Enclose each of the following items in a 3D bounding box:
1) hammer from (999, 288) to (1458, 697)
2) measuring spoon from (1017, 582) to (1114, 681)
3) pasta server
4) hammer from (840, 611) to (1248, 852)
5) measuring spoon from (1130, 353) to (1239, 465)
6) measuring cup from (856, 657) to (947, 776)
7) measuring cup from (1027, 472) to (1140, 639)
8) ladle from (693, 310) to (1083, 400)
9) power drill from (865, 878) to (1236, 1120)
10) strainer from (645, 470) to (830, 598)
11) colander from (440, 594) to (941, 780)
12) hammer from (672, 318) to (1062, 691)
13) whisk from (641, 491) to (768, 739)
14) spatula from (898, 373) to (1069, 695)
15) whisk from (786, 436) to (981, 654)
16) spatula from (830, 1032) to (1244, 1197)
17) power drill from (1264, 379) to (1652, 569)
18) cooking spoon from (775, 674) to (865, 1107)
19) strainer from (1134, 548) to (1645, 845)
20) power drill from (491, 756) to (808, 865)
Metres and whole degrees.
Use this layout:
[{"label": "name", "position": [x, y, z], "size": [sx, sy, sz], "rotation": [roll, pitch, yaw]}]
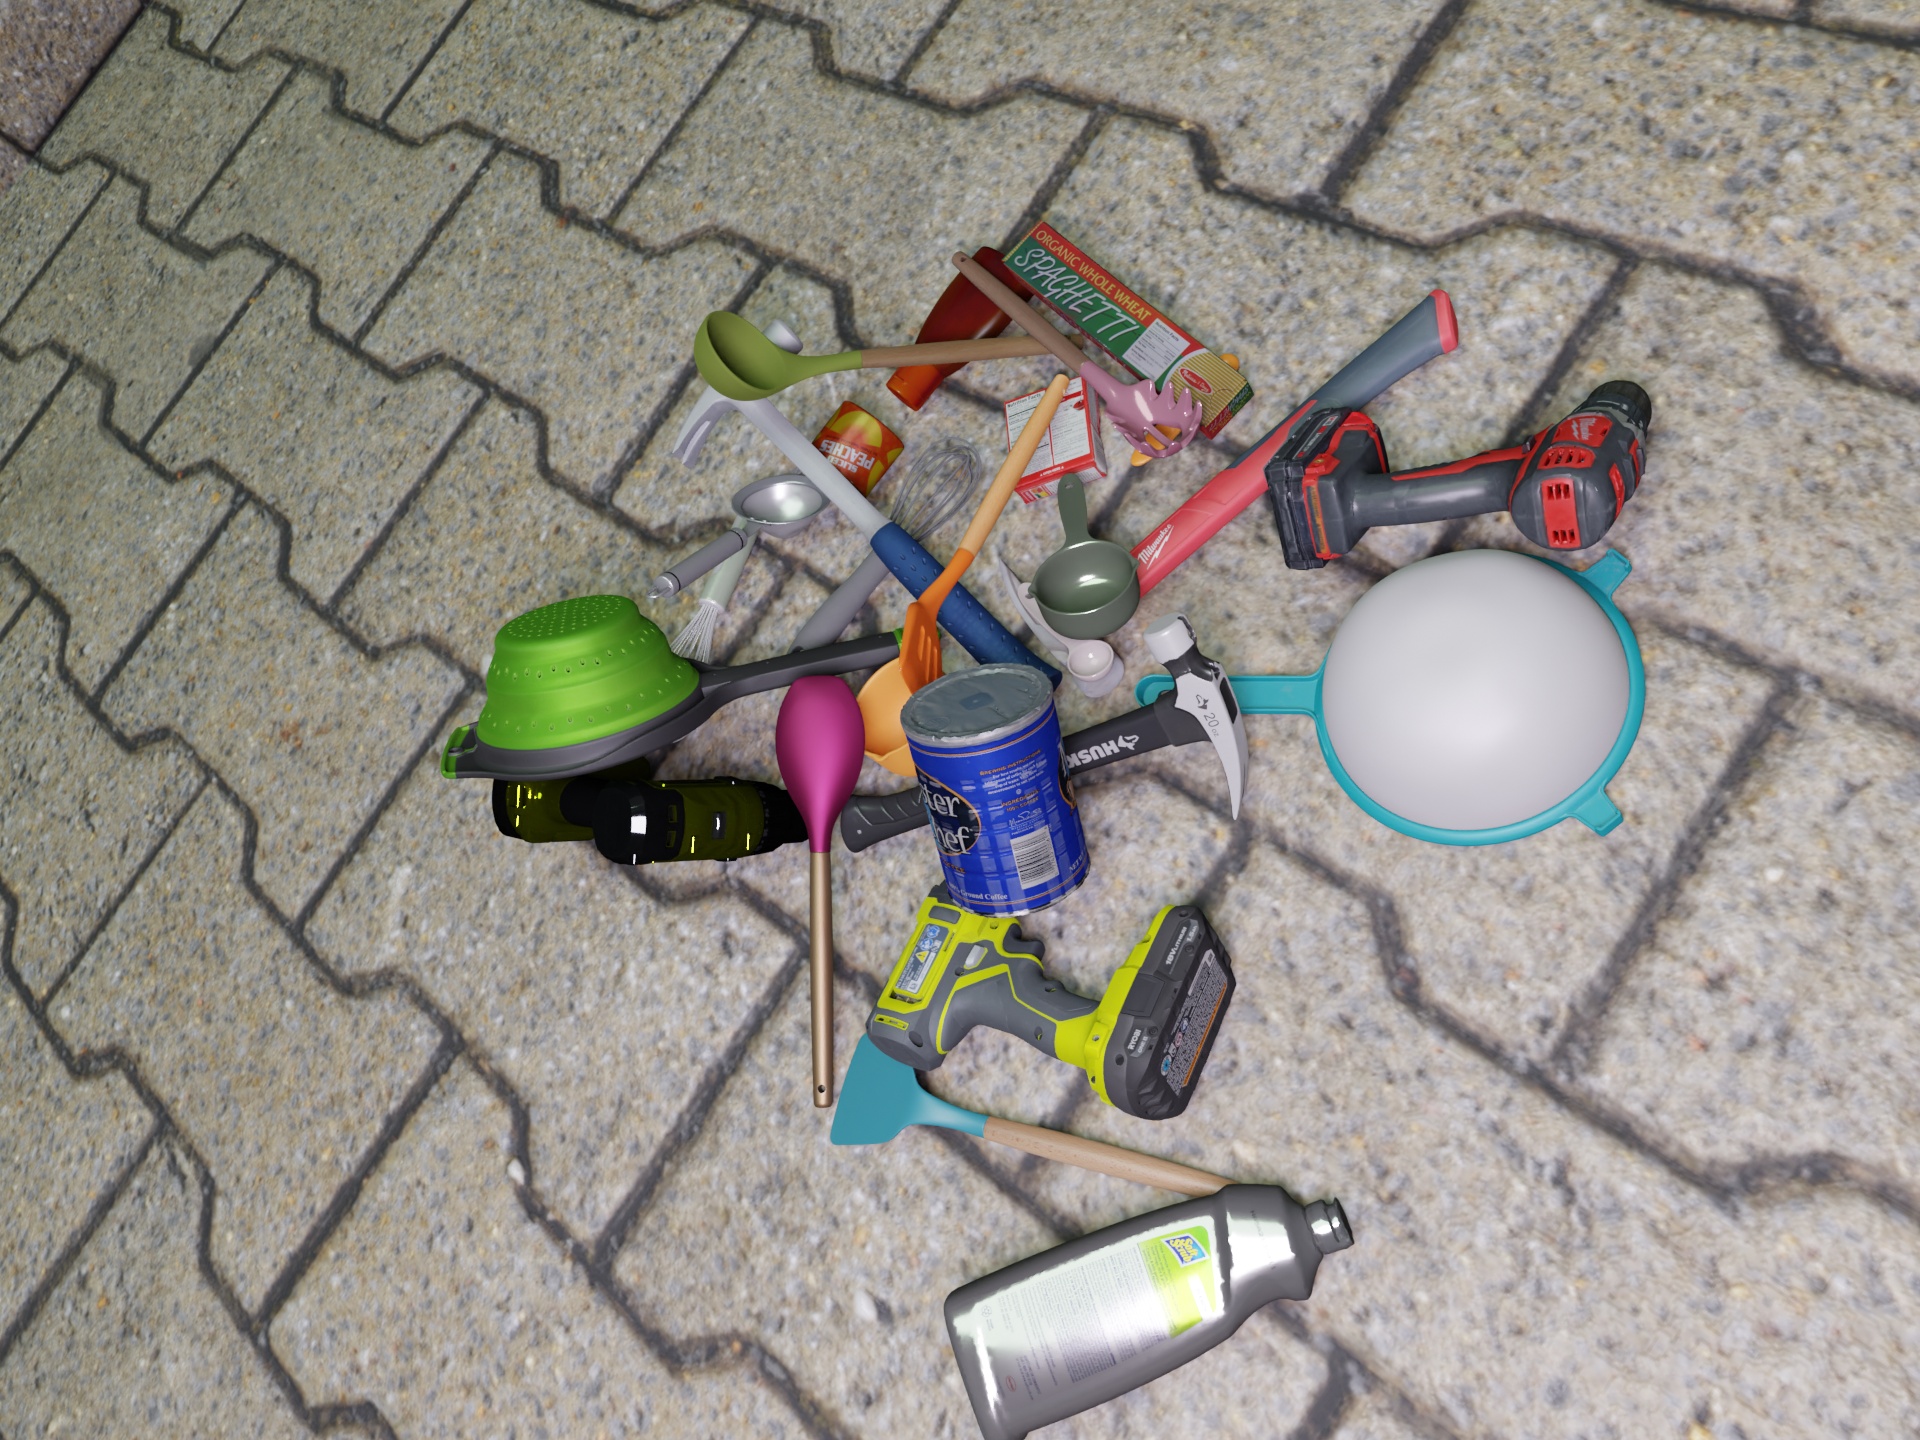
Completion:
[{"label": "hammer", "position": [0.204, -0.189, 1.191], "size": [0.386, 0.038, 0.143], "rotation": [-41, 53, 7]}, {"label": "measuring spoon", "position": [0.076, -0.065, 1.174], "size": [0.034, 0.018, 0.124], "rotation": [-33, 45, -4]}, {"label": "pasta server", "position": [0.083, -0.298, 1.262], "size": [0.060, 0.040, 0.317], "rotation": [-37, 57, -6]}, {"label": "hammer", "position": [0.049, 0.040, 1.141], "size": [0.335, 0.146, 0.035], "rotation": [-21, 21, 31]}, {"label": "measuring spoon", "position": [0.174, -0.245, 1.248], "size": [0.117, 0.011, 0.021], "rotation": [-46, 55, 3]}, {"label": "measuring cup", "position": [-0.002, -0.004, 1.196], "size": [0.174, 0.052, 0.095], "rotation": [-6, 58, 36]}, {"label": "measuring cup", "position": [0.091, -0.123, 1.183], "size": [0.083, 0.038, 0.168], "rotation": [-14, 43, 10]}, {"label": "ladle", "position": [-0.053, -0.301, 1.280], "size": [0.320, 0.062, 0.078], "rotation": [-7, 60, -11]}, {"label": "power drill", "position": [0.062, 0.170, 1.076], "size": [0.223, 0.080, 0.171], "rotation": [9, 59, 35]}, {"label": "strainer", "position": [-0.184, -0.152, 1.323], "size": [0.087, 0.050, 0.258], "rotation": [14, 33, 22]}, {"label": "colander", "position": [-0.215, -0.056, 1.237], "size": [0.397, 0.094, 0.205], "rotation": [-13, 22, -6]}, {"label": "hammer", "position": [-0.073, -0.151, 1.266], "size": [0.144, 0.035, 0.406], "rotation": [-44, 68, 2]}, {"label": "whisk", "position": [-0.219, -0.092, 1.375], "size": [0.058, 0.059, 0.246], "rotation": [-16, 50, 60]}, {"label": "spatula", "position": [0.022, -0.142, 1.201], "size": [0.041, 0.080, 0.323], "rotation": [11, 61, 31]}, {"label": "whisk", "position": [-0.067, -0.134, 1.310], "size": [0.239, 0.055, 0.055], "rotation": [-50, 54, 6]}, {"label": "spatula", "position": [0.046, 0.281, 1.073], "size": [0.317, 0.044, 0.082], "rotation": [9, 71, 27]}, {"label": "power drill", "position": [0.339, -0.171, 1.059], "size": [0.227, 0.080, 0.188], "rotation": [1, 32, 35]}, {"label": "cooking spoon", "position": [-0.103, 0.124, 1.178], "size": [0.069, 0.017, 0.319], "rotation": [-2, 83, 5]}, {"label": "strainer", "position": [0.265, -0.032, 1.051], "size": [0.340, 0.095, 0.211], "rotation": [0, 68, 27]}, {"label": "power drill", "position": [-0.240, 0.067, 1.247], "size": [0.229, 0.190, 0.080], "rotation": [7, 94, 43]}]
